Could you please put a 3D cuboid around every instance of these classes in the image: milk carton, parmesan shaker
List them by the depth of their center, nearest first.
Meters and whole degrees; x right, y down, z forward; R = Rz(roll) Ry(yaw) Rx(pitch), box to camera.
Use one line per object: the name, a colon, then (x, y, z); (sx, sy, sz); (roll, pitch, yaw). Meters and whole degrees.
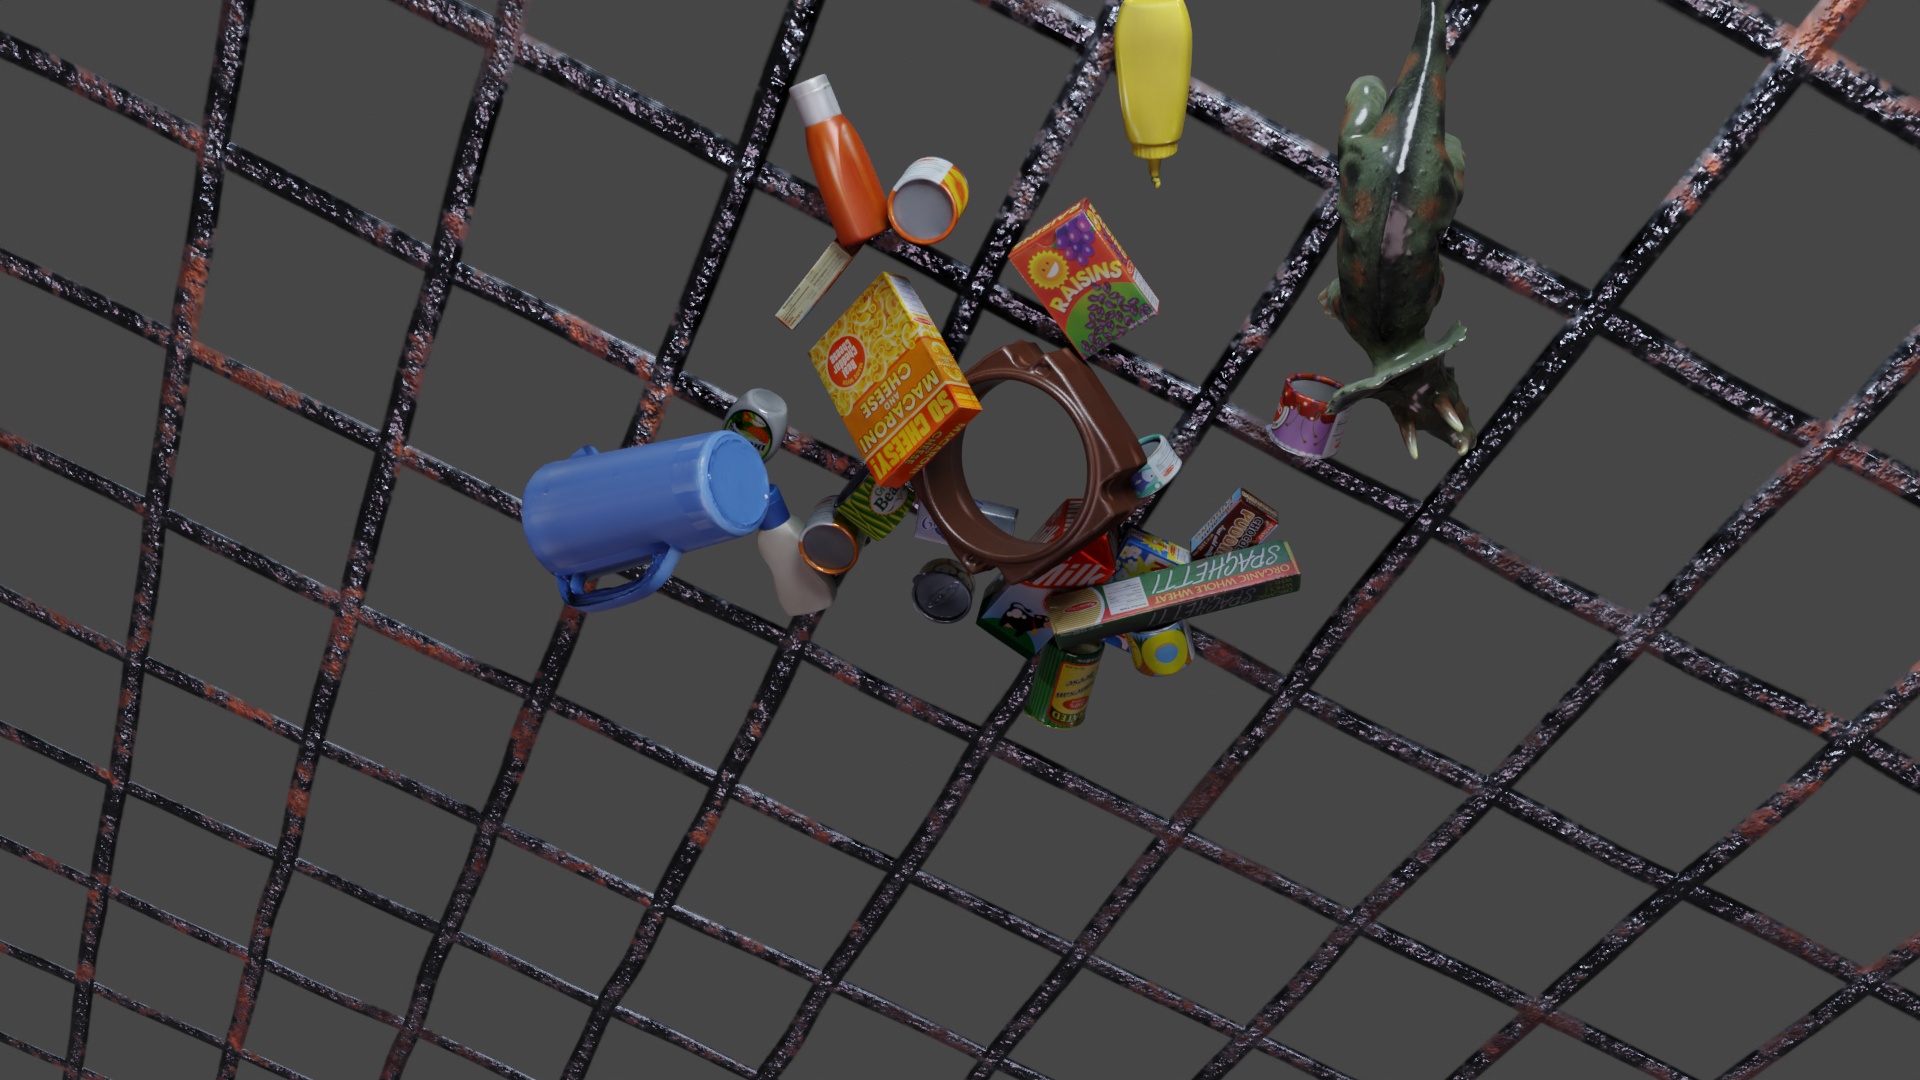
milk carton: (0.102, 0.029, 1.437); (0.073, 0.073, 0.189); (35, 121, -10)
parmesan shaker: (0.112, 0.145, 1.506); (0.071, 0.072, 0.102); (14, 123, 3)

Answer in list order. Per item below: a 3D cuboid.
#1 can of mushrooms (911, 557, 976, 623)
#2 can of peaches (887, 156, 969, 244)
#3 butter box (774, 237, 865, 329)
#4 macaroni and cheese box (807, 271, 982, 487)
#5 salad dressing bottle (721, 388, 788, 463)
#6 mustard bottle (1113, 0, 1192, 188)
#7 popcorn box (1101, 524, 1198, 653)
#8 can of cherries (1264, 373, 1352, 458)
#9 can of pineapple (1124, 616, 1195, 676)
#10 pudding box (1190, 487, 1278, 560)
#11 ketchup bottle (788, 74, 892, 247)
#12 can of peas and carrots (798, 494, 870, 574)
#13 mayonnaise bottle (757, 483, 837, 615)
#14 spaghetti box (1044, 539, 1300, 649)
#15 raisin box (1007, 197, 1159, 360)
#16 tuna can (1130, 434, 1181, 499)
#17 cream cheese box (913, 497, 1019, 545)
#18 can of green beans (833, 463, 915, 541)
can of mushrooms: (-0.019, 0.052, 1.500); (0.071, 0.034, 0.070); (6, 122, 9)
can of peaches: (-0.029, -0.308, 1.270); (0.071, 0.058, 0.071); (5, 121, 9)
butter box: (-0.133, -0.251, 1.330); (0.024, 0.053, 0.103); (39, 120, -9)
macaroni and cheese box: (-0.064, -0.153, 1.326); (0.123, 0.040, 0.167); (-42, 64, 29)
salad dressing bottle: (-0.228, -0.090, 1.452); (0.064, 0.044, 0.147); (31, 123, 0)
mustard bottle: (0.165, -0.381, 1.191); (0.065, 0.049, 0.159); (2, 122, 11)
popcorn box: (0.187, 0.055, 1.455); (0.085, 0.038, 0.126); (24, 122, -4)
can of cherries: (0.327, -0.118, 1.305); (0.071, 0.072, 0.058); (13, 122, 4)
can of pineapple: (0.200, 0.097, 1.414); (0.071, 0.071, 0.057); (-9, 120, 17)
pudding box: (0.276, -0.007, 1.404); (0.049, 0.030, 0.083); (33, 122, -10)
ketchup bottle: (-0.110, -0.346, 1.265); (0.043, 0.065, 0.148); (-10, 110, 35)
can of peas and carrots: (-0.131, -0.004, 1.474); (0.071, 0.059, 0.070); (6, 122, 9)
mayonnaise bottle: (-0.187, 0.010, 1.506); (0.064, 0.041, 0.147); (-13, 116, 17)
spaghetti box: (0.211, 0.053, 1.381); (0.250, 0.050, 0.028); (-14, 136, 2)
raisin box: (0.115, -0.242, 1.291); (0.086, 0.040, 0.123); (-29, 110, 27)
tuna can: (0.179, -0.072, 1.365); (0.071, 0.071, 0.032); (-28, 111, 25)
cream cheese box: (0.005, -0.018, 1.457); (0.104, 0.024, 0.053); (14, 122, 4)
can of green beans: (-0.088, -0.041, 1.438); (0.058, 0.071, 0.071); (40, 120, -13)
